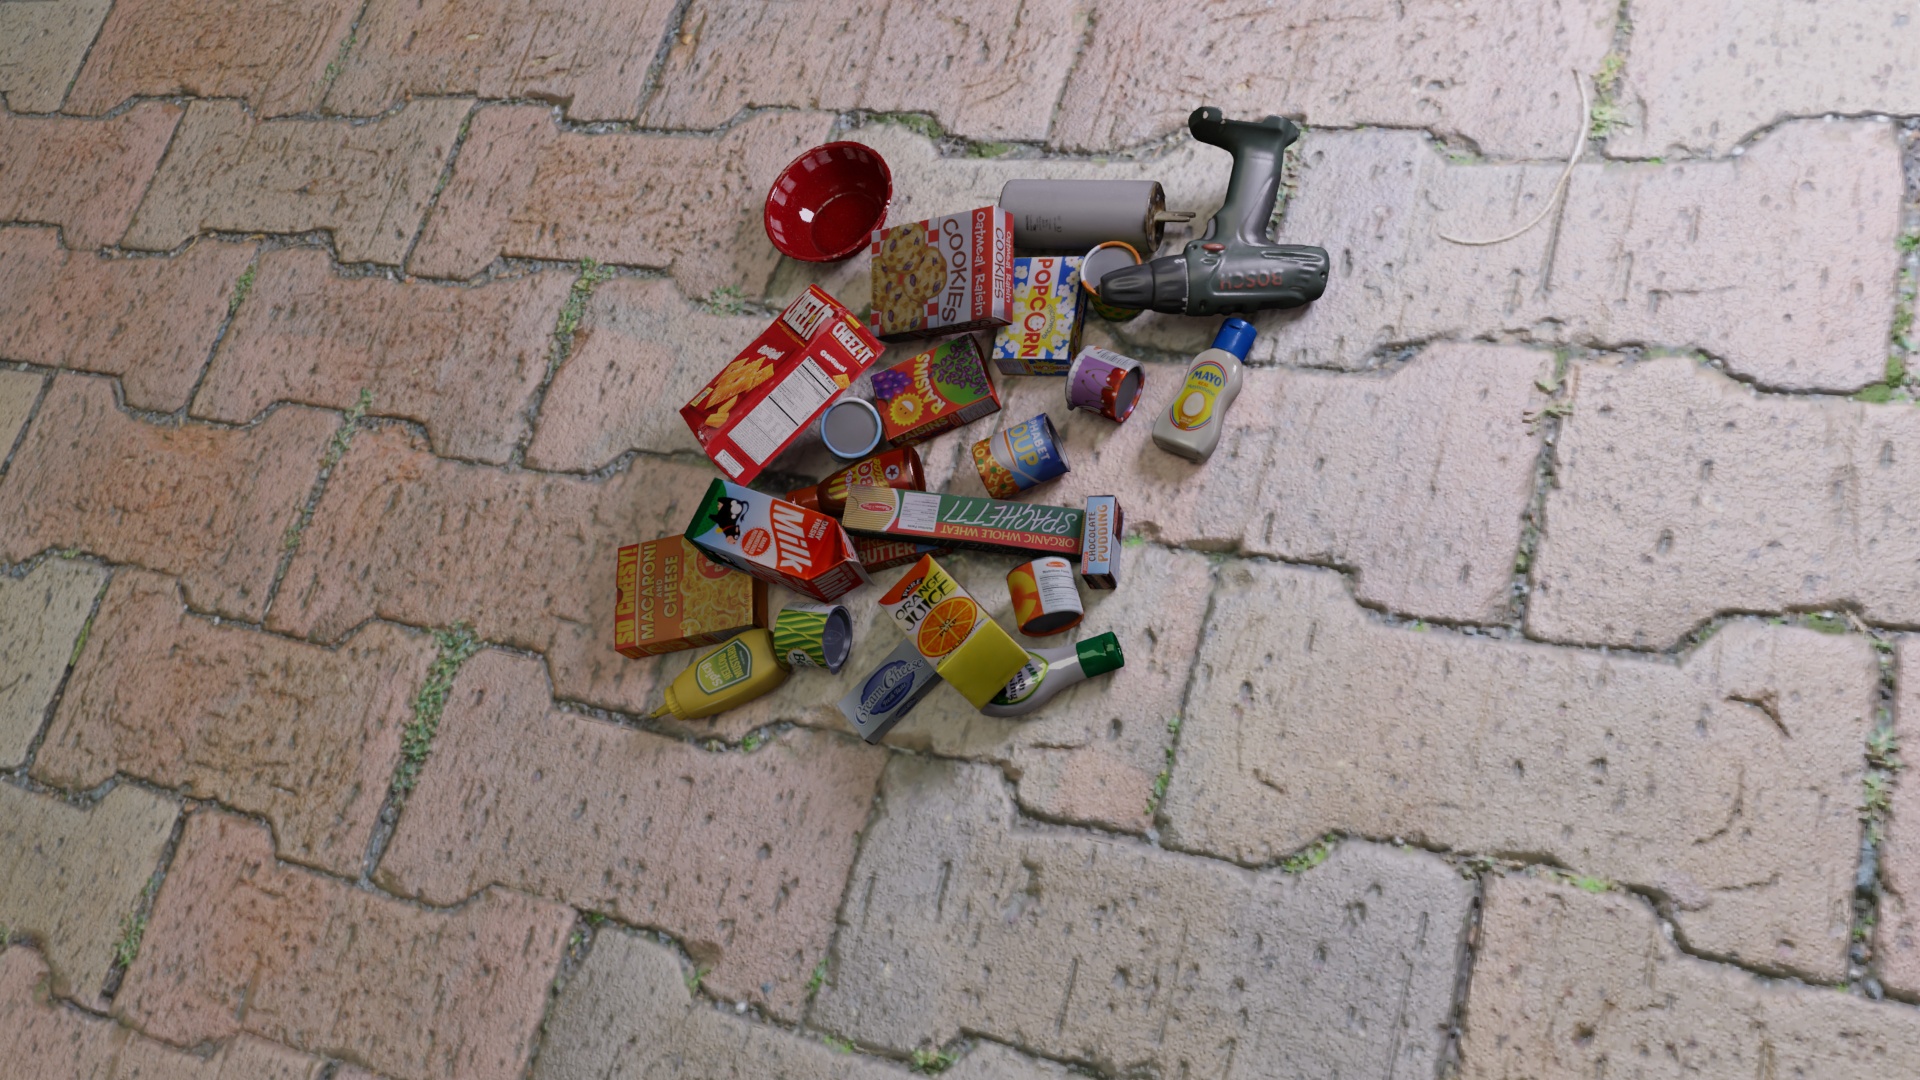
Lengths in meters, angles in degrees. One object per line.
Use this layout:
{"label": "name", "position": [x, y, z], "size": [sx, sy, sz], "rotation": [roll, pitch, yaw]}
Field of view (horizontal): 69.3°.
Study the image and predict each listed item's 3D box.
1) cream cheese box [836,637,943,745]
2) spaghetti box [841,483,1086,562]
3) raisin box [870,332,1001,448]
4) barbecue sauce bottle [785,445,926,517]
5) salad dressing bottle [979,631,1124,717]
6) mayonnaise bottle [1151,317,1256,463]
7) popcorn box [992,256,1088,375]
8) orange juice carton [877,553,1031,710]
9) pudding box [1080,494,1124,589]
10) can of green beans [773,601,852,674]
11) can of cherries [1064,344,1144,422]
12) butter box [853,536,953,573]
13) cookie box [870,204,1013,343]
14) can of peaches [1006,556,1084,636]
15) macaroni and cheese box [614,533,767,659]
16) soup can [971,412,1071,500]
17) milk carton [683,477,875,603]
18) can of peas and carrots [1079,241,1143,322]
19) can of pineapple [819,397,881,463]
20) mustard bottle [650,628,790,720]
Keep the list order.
{"label": "cream cheese box", "position": [-0.070, 0.151, 1.400], "size": [0.104, 0.024, 0.053], "rotation": [-44, 61, -1]}
{"label": "spaghetti box", "position": [0.005, -0.018, 1.414], "size": [0.250, 0.028, 0.050], "rotation": [7, 71, 11]}
{"label": "raisin box", "position": [-0.028, -0.159, 1.500], "size": [0.123, 0.040, 0.086], "rotation": [-22, 65, 11]}
{"label": "barbecue sauce bottle", "position": [-0.113, -0.053, 1.485], "size": [0.148, 0.043, 0.065], "rotation": [-15, 72, 14]}
{"label": "salad dressing bottle", "position": [0.083, 0.127, 1.343], "size": [0.147, 0.044, 0.064], "rotation": [-19, 63, 11]}
{"label": "mayonnaise bottle", "position": [0.250, -0.153, 1.396], "size": [0.065, 0.041, 0.148], "rotation": [23, 79, 28]}
{"label": "popcorn box", "position": [0.088, -0.242, 1.491], "size": [0.085, 0.038, 0.127], "rotation": [3, 71, 21]}
{"label": "orange juice carton", "position": [-0.016, 0.078, 1.360], "size": [0.072, 0.073, 0.193], "rotation": [-45, 35, -1]}
{"label": "pudding box", "position": [0.140, 0.002, 1.369], "size": [0.030, 0.049, 0.084], "rotation": [1, 71, 18]}
{"label": "can of green beans", "position": [-0.151, 0.097, 1.426], "size": [0.058, 0.071, 0.071], "rotation": [4, 71, 22]}
{"label": "can of cherries", "position": [0.148, -0.158, 1.423], "size": [0.058, 0.071, 0.071], "rotation": [24, 79, 25]}
{"label": "butter box", "position": [-0.060, -0.003, 1.457], "size": [0.103, 0.024, 0.053], "rotation": [-14, 65, 14]}
{"label": "cookie box", "position": [-0.021, -0.286, 1.509], "size": [0.167, 0.040, 0.123], "rotation": [-3, 83, 35]}
{"label": "can of peaches", "position": [0.082, 0.057, 1.361], "size": [0.071, 0.071, 0.058], "rotation": [-19, 65, 12]}
{"label": "macaroni and cheese box", "position": [-0.294, 0.053, 1.510], "size": [0.166, 0.040, 0.124], "rotation": [-11, 65, 15]}
{"label": "soup can", "position": [0.061, -0.086, 1.420], "size": [0.084, 0.071, 0.071], "rotation": [-23, 64, 10]}
{"label": "milk carton", "position": [-0.179, 0.006, 1.432], "size": [0.191, 0.072, 0.073], "rotation": [19, 73, 19]}
{"label": "can of peas and carrots", "position": [0.166, -0.272, 1.464], "size": [0.071, 0.058, 0.071], "rotation": [-7, 68, 18]}
{"label": "can of pineapple", "position": [-0.118, -0.118, 1.491], "size": [0.071, 0.058, 0.071], "rotation": [0, 92, -5]}
{"label": "mustard bottle", "position": [-0.258, 0.151, 1.453], "size": [0.160, 0.048, 0.065], "rotation": [-29, 61, 7]}
